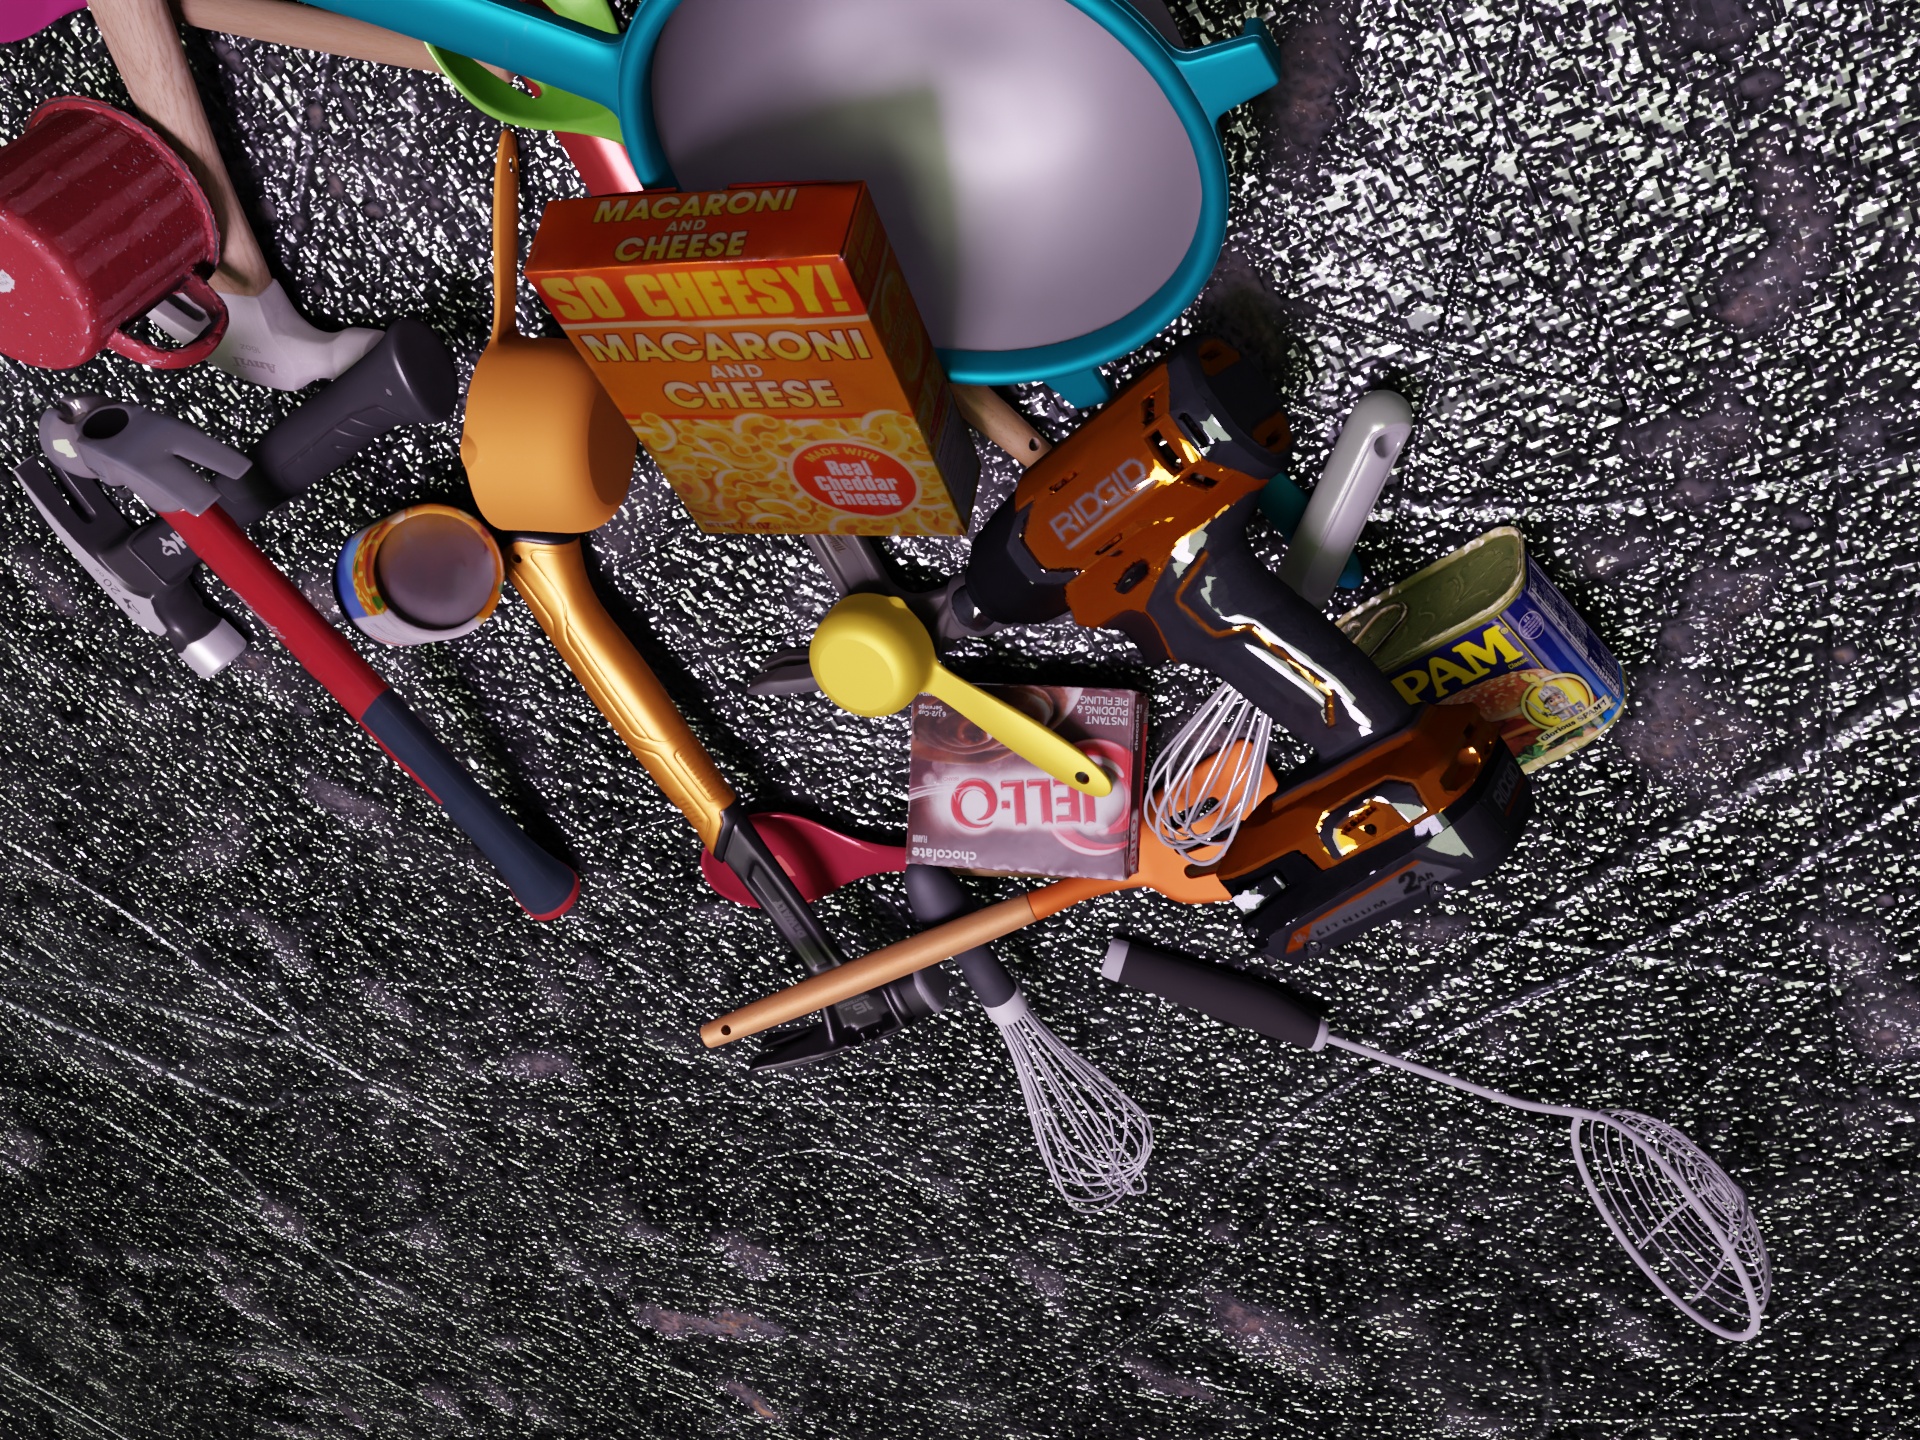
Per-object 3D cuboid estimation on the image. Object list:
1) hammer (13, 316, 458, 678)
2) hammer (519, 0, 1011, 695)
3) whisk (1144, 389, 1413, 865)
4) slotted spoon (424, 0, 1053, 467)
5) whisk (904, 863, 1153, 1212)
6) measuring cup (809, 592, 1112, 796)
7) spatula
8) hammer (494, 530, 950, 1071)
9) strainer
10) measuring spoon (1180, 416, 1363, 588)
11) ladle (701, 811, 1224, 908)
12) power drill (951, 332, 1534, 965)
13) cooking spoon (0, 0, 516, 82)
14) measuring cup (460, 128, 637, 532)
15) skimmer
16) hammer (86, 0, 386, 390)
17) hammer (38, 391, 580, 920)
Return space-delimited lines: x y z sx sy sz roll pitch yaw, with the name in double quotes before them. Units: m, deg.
"hammer" -0.354 -0.122 0.791 0.335 0.035 0.146 -18 119 40
"hammer" -0.114 -0.166 0.696 0.149 0.037 0.358 -14 122 28
"whisk" 0.137 -0.033 0.691 0.057 0.059 0.246 -2 131 -26
"slotted spoon" -0.077 -0.195 0.634 0.313 0.070 0.031 36 171 -24
"whisk" 0.037 0.180 0.892 0.070 0.070 0.284 -13 125 28
"measuring cup" -0.001 -0.002 0.731 0.156 0.029 0.062 32 131 6
"spatula" 0.013 0.104 0.802 0.322 0.041 0.081 -23 90 7
"hammer" -0.143 0.041 0.842 0.127 0.034 0.336 -25 108 24
"strainer" -0.066 -0.238 0.554 0.340 0.095 0.211 17 155 -5
"measuring spoon" 0.128 -0.096 0.673 0.128 0.021 0.042 43 128 -16
"ladle" 0.009 0.075 0.851 0.315 0.031 0.069 -1 128 18
"power drill" 0.103 -0.019 0.643 0.164 0.084 0.226 -35 92 37
"cooking spoon" -0.336 -0.306 0.676 0.319 0.017 0.068 14 137 9
"measuring cup" -0.177 -0.167 0.701 0.052 0.095 0.173 8 111 8
"skimmer" 0.239 0.214 0.836 0.363 0.090 0.127 19 163 7
"hammer" -0.343 -0.285 0.664 0.130 0.031 0.331 10 137 14
"hammer" -0.293 -0.006 0.813 0.143 0.038 0.385 21 153 36
